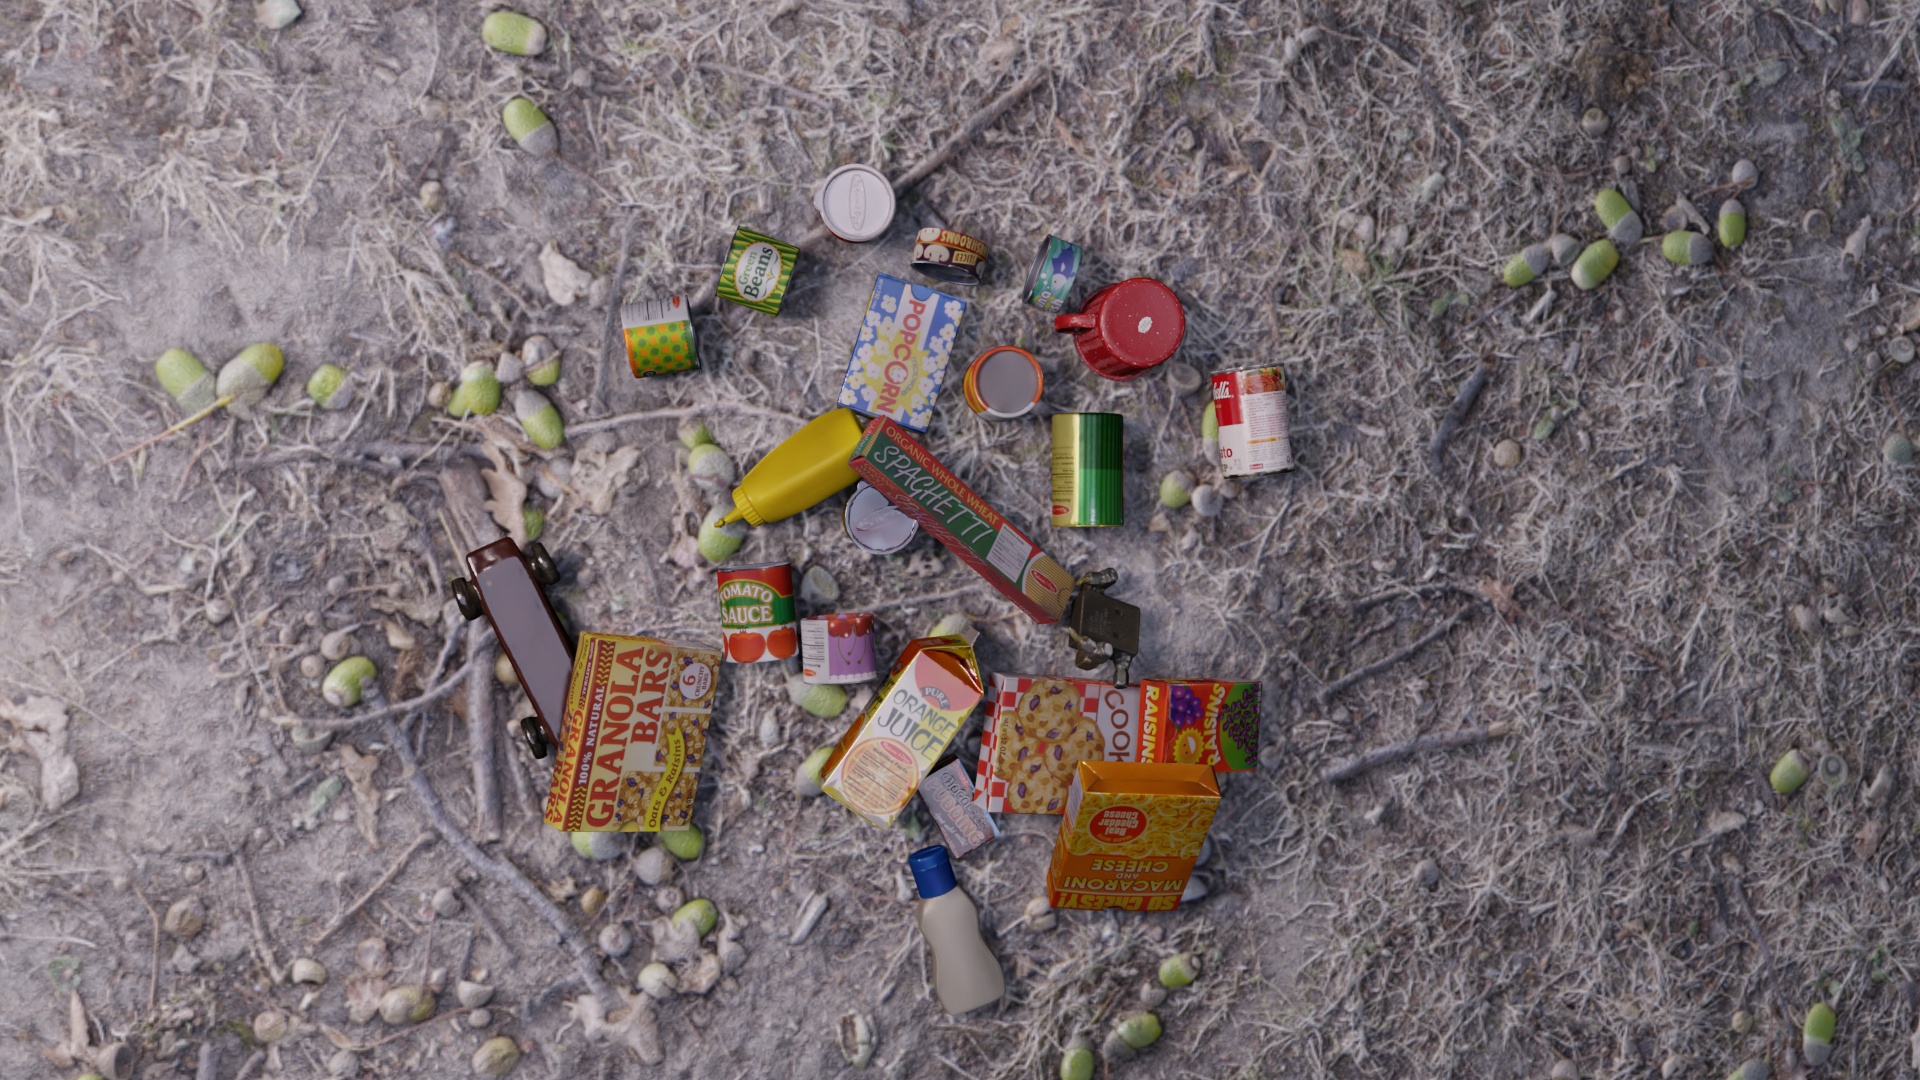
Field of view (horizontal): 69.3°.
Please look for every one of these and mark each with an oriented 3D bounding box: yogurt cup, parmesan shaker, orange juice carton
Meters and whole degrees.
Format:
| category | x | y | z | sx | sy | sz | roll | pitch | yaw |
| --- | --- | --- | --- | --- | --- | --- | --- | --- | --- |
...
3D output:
| category | x | y | z | sx | sy | sz | roll | pitch | yaw |
| --- | --- | --- | --- | --- | --- | --- | --- | --- | --- |
| yogurt cup | -0.094 | -0.298 | 1.243 | 0.072 | 0.054 | 0.072 | 0 | 91 | -8 |
| parmesan shaker | 0.118 | -0.064 | 1.270 | 0.071 | 0.071 | 0.103 | 0 | 91 | -8 |
| orange juice carton | -0.043 | 0.157 | 1.250 | 0.073 | 0.072 | 0.193 | 36 | 86 | -8 |

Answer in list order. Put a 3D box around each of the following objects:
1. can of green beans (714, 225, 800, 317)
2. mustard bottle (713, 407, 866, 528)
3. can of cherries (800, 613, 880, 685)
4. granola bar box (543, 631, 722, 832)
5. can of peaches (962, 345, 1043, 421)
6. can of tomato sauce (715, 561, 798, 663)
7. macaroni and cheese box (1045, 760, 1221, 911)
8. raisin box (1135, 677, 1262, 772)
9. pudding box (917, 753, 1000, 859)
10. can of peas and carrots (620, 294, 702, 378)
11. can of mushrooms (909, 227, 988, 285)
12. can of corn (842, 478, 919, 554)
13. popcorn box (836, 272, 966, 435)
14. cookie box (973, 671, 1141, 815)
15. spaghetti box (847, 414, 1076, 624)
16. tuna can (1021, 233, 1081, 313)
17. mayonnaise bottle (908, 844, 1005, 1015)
| category | x | y | z | sx | sy | sz | roll | pitch | yaw |
| --- | --- | --- | --- | --- | --- | --- | --- | --- | --- |
| can of green beans | -0.179 | -0.237 | 1.226 | 0.058 | 0.071 | 0.071 | 19 | 89 | -9 |
| mustard bottle | -0.152 | -0.055 | 1.236 | 0.160 | 0.065 | 0.048 | -31 | 139 | 7 |
| can of cherries | -0.107 | 0.096 | 1.244 | 0.071 | 0.071 | 0.058 | -4 | 91 | -8 |
| granola bar box | -0.281 | 0.167 | 1.201 | 0.124 | 0.039 | 0.165 | 11 | 90 | -42 |
| can of peaches | 0.038 | -0.145 | 1.264 | 0.071 | 0.058 | 0.071 | 0 | 92 | -8 |
| can of tomato sauce | -0.180 | 0.063 | 1.229 | 0.071 | 0.071 | 0.083 | -5 | 93 | -8 |
| macaroni and cheese box | 0.152 | 0.269 | 1.250 | 0.124 | 0.040 | 0.165 | 3 | 129 | -8 |
| raisin box | 0.221 | 0.171 | 1.281 | 0.123 | 0.040 | 0.086 | 4 | 91 | -35 |
| pudding box | -0.005 | 0.244 | 1.278 | 0.050 | 0.030 | 0.083 | -29 | 95 | -8 |
| can of peas and carrots | -0.261 | -0.176 | 1.215 | 0.059 | 0.071 | 0.071 | -10 | 93 | -7 |
| can of mushrooms | -0.009 | -0.255 | 1.248 | 0.071 | 0.071 | 0.033 | 15 | 88 | -8 |
| can of corn | -0.074 | -0.024 | 1.249 | 0.071 | 0.058 | 0.071 | 0 | 91 | -8 |
| popcorn box | -0.054 | -0.168 | 1.260 | 0.085 | 0.038 | 0.126 | 17 | 89 | -7 |
| cookie box | 0.103 | 0.188 | 1.273 | 0.168 | 0.040 | 0.123 | 7 | 91 | -20 |
| spaghetti box | 0.004 | -0.015 | 1.233 | 0.249 | 0.028 | 0.050 | 40 | 59 | -24 |
| tuna can | 0.083 | -0.240 | 1.263 | 0.033 | 0.071 | 0.071 | 20 | 88 | -9 |
| mayonnaise bottle | -0.008 | 0.355 | 1.275 | 0.065 | 0.041 | 0.148 | -18 | 93 | -8 |
